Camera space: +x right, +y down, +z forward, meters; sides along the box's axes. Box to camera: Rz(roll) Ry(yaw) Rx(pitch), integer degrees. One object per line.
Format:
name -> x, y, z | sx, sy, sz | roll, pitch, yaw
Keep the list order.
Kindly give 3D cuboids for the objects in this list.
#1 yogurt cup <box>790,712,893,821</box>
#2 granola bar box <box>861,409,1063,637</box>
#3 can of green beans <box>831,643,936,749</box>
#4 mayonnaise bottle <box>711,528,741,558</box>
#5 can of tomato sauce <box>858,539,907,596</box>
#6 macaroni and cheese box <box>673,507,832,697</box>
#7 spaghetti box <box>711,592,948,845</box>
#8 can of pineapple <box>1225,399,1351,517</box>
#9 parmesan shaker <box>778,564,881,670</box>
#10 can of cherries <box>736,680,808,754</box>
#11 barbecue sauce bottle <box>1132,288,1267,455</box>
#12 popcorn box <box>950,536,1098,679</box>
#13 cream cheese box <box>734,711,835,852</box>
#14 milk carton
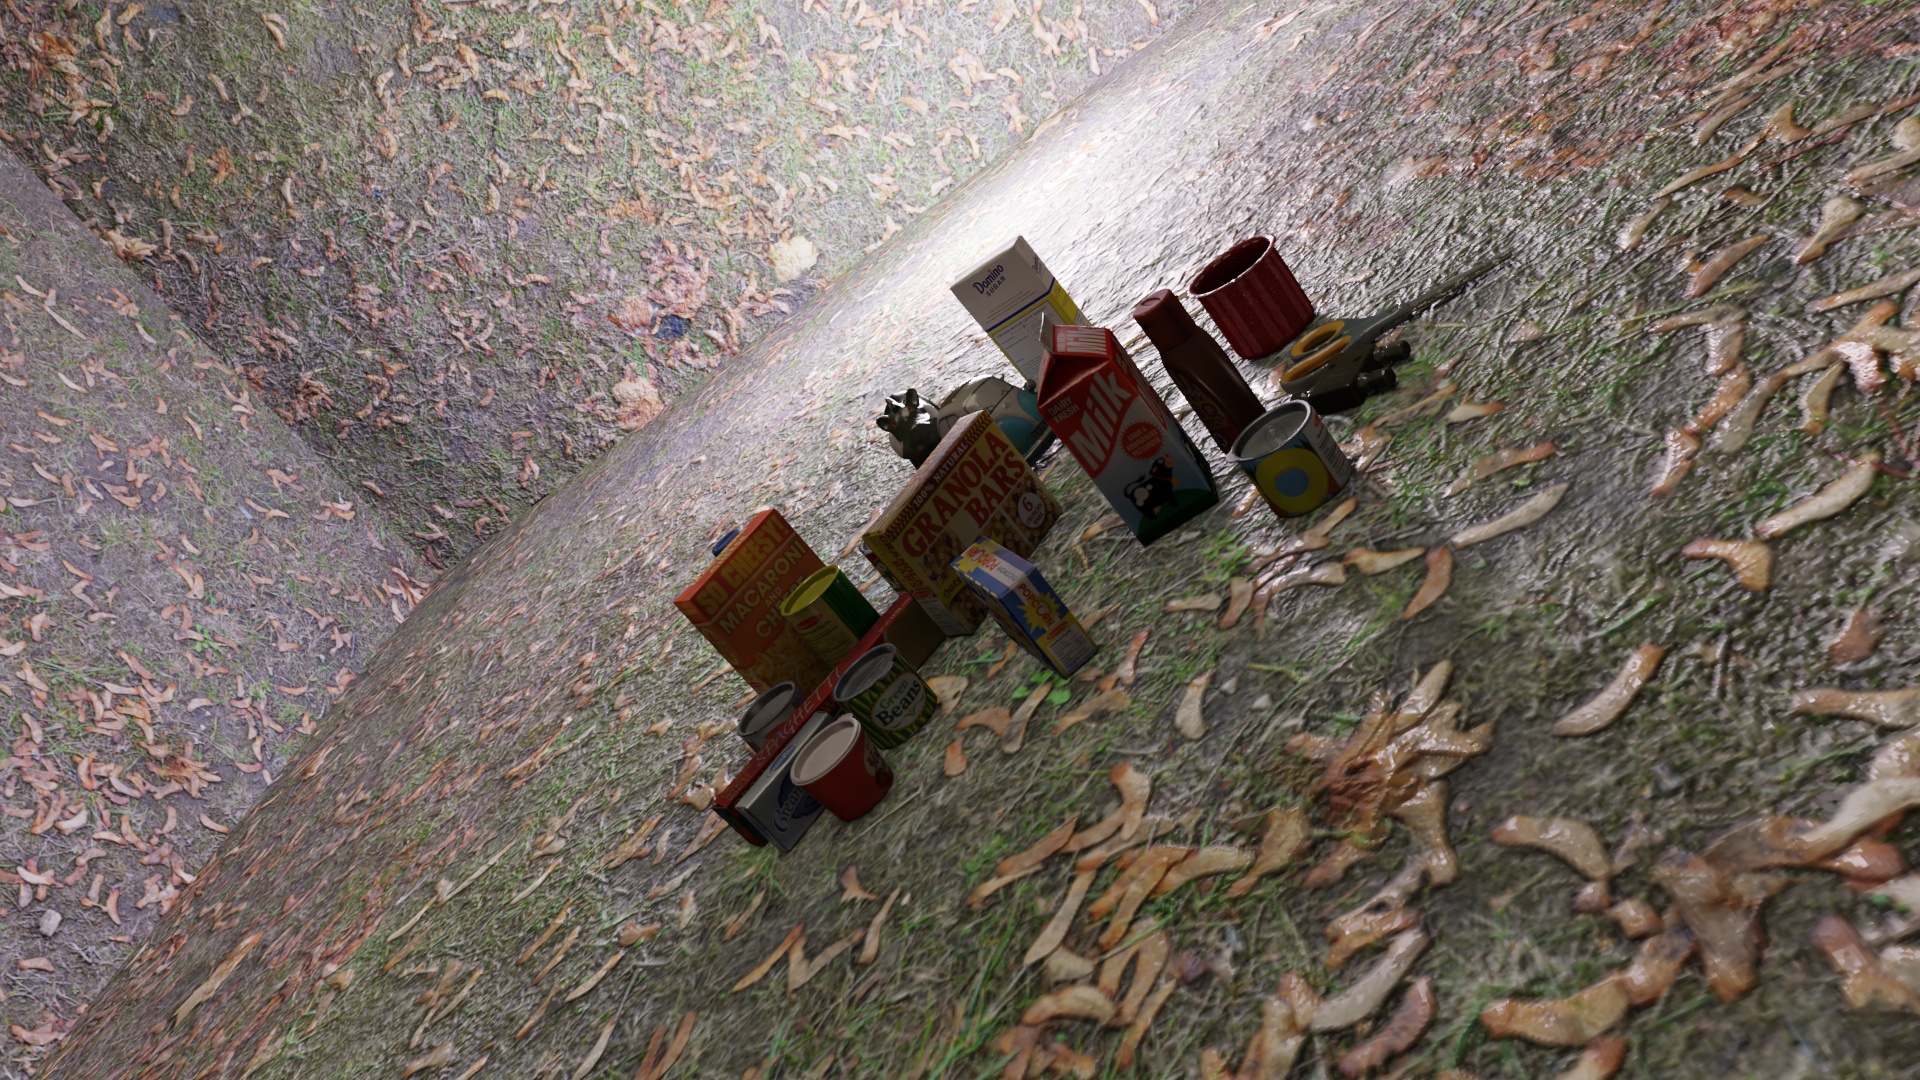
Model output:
yogurt cup -> -0.089, 0.179, 1.073 | 0.072, 0.054, 0.073 | -34, 20, 14
granola bar box -> 0.004, -0.015, 1.229 | 0.039, 0.124, 0.166 | -14, 31, 51
can of green beans -> -0.062, 0.127, 1.132 | 0.071, 0.057, 0.071 | -34, 20, 14
mayonnaise bottle -> -0.187, 0.053, 1.389 | 0.041, 0.148, 0.065 | -12, 33, 53
can of tomato sauce -> -0.044, 0.019, 1.304 | 0.071, 0.083, 0.071 | -34, 20, 14
macaroni and cheese box -> -0.163, 0.073, 1.274 | 0.040, 0.166, 0.124 | -11, 34, 55
spaghetti box -> -0.107, 0.149, 1.178 | 0.251, 0.050, 0.028 | -48, 21, -24
can of pineapple -> 0.237, -0.058, 1.001 | 0.071, 0.057, 0.071 | -34, 20, 14
parmesan shaker -> -0.104, 0.081, 1.244 | 0.071, 0.103, 0.071 | -35, 20, 14
can of cherries -> -0.151, 0.164, 1.212 | 0.071, 0.058, 0.072 | -34, 20, 14
barbecue sauce bottle -> 0.194, -0.133, 1.110 | 0.044, 0.148, 0.065 | -43, 19, -10
popcorn box -> 0.047, 0.049, 1.066 | 0.038, 0.085, 0.127 | -42, 19, -6
cream cheese box -> -0.126, 0.192, 1.112 | 0.104, 0.053, 0.024 | -49, 21, -26
milk carton -> 0.120, -0.096, 1.098 | 0.073, 0.190, 0.073 | -33, 20, 19
